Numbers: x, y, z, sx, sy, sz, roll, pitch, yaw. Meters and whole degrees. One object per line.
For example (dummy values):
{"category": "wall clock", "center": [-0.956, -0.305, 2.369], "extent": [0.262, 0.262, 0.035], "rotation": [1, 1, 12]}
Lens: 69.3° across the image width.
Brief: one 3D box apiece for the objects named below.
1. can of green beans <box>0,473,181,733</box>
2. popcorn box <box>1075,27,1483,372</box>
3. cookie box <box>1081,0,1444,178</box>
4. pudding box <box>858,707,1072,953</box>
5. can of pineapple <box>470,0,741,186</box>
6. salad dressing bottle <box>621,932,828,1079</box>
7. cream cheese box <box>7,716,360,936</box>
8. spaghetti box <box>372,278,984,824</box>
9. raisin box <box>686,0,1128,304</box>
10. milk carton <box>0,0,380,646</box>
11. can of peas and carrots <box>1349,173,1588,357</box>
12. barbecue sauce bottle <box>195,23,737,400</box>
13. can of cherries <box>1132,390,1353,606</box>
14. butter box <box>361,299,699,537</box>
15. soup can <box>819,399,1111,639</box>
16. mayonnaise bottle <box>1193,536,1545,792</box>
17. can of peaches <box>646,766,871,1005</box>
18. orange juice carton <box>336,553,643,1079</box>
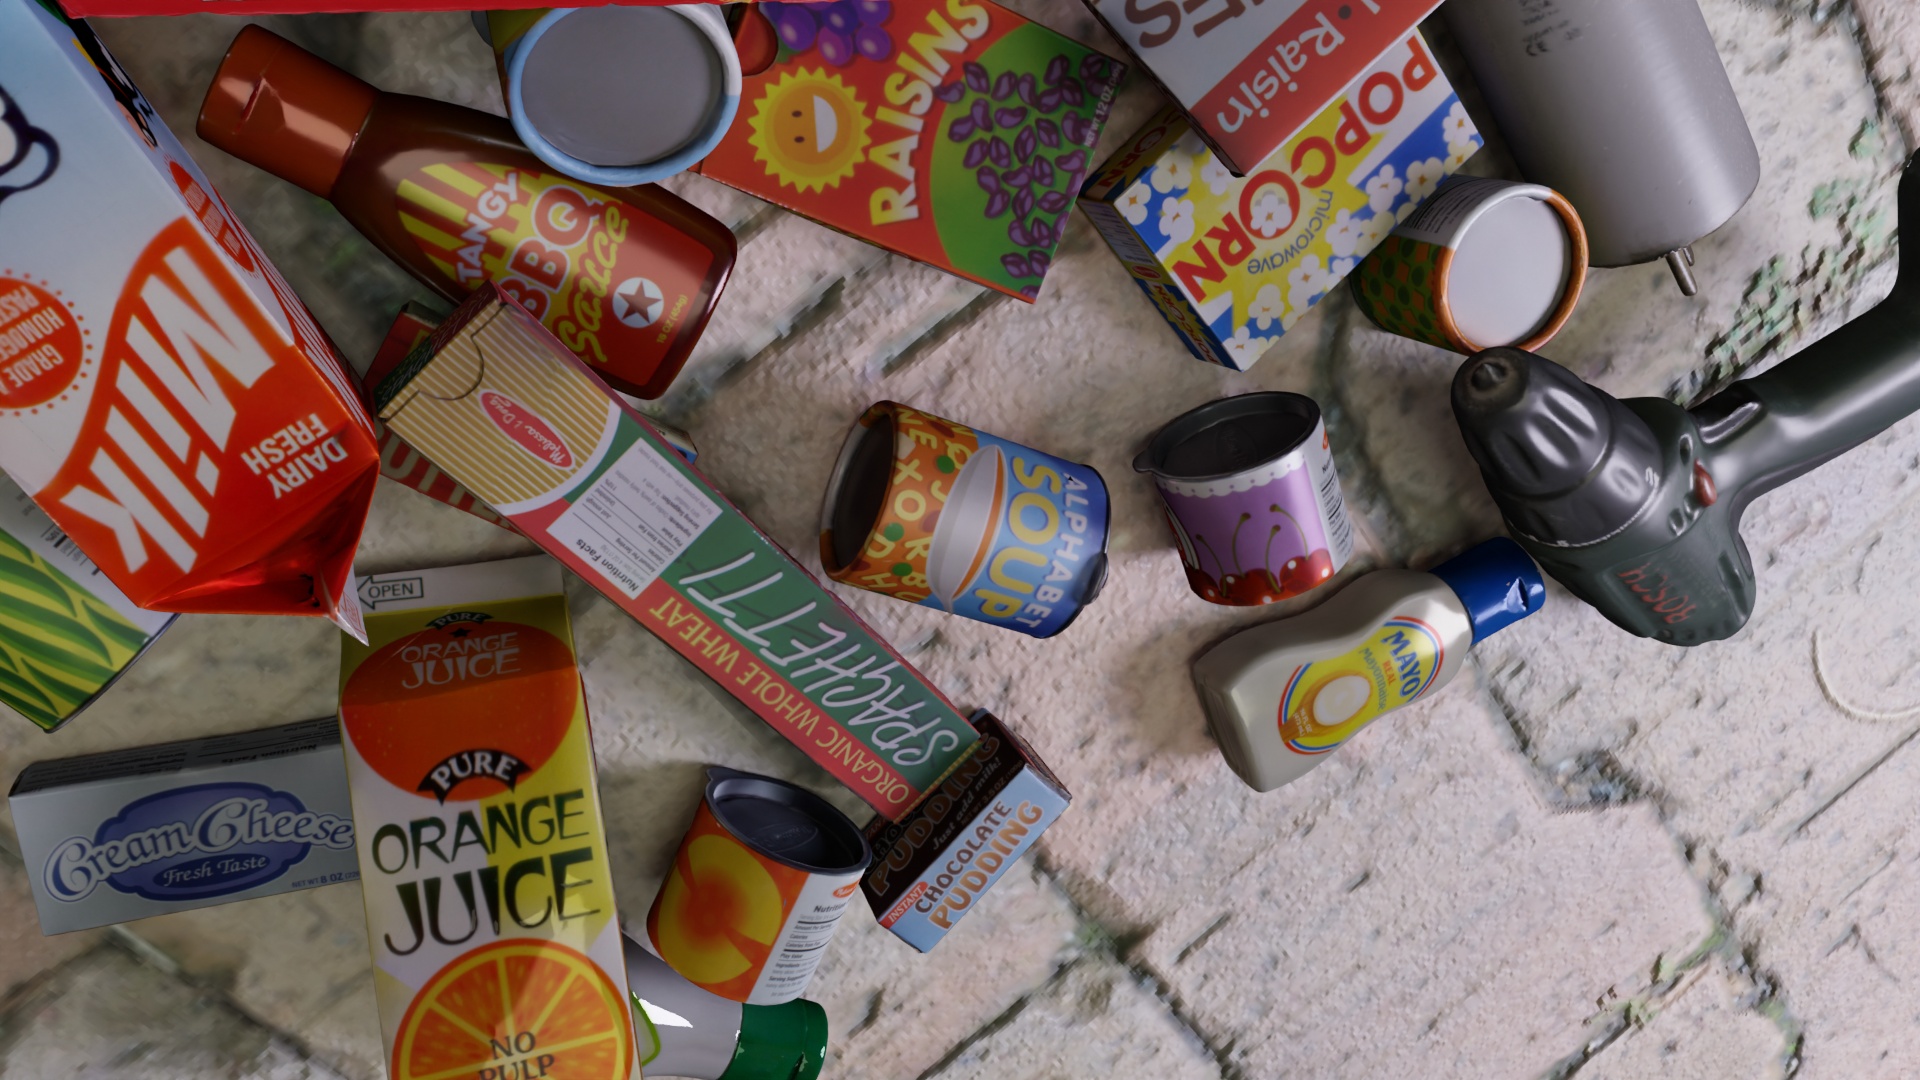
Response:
{"category": "can of green beans", "center": [-0.266, 0.013, 0.405], "extent": [0.071, 0.071, 0.057], "rotation": [-43, 116, -1]}
{"category": "popcorn box", "center": [0.116, -0.135, 0.502], "extent": [0.127, 0.038, 0.085], "rotation": [-44, 116, -1]}
{"category": "cookie box", "center": [0.079, -0.215, 0.423], "extent": [0.122, 0.040, 0.167], "rotation": [-41, 101, 15]}
{"category": "pudding box", "center": [-0.002, 0.111, 0.540], "extent": [0.083, 0.050, 0.030], "rotation": [-46, 118, 1]}
{"category": "can of pineapple", "center": [-0.102, -0.144, 0.399], "extent": [0.071, 0.058, 0.070], "rotation": [-14, 145, -10]}
{"category": "salad dressing bottle", "center": [-0.123, 0.179, 0.524], "extent": [0.148, 0.044, 0.064], "rotation": [20, 100, -24]}
{"category": "cream cheese box", "center": [-0.250, 0.093, 0.461], "extent": [0.104, 0.024, 0.053], "rotation": [-8, 110, -16]}
{"category": "spaghetti box", "center": [-0.081, 0.016, 0.468], "extent": [0.050, 0.029, 0.249], "rotation": [-45, 126, -1]}
{"category": "raisin box", "center": [-0.019, -0.139, 0.454], "extent": [0.123, 0.040, 0.086], "rotation": [17, 103, -23]}
{"category": "milk carton", "center": [-0.215, -0.054, 0.359], "extent": [0.073, 0.072, 0.189], "rotation": [-34, 122, -10]}
{"category": "can of peas and carrots", "center": [0.194, -0.103, 0.529], "extent": [0.071, 0.059, 0.070], "rotation": [-6, 110, -17]}
{"category": "barbecue sauce bottle", "center": [-0.146, -0.101, 0.420], "extent": [0.148, 0.044, 0.064], "rotation": [26, 105, -24]}
{"category": "can of cherries", "center": [0.108, -0.016, 0.528], "extent": [0.071, 0.071, 0.058], "rotation": [-27, 116, -9]}
{"category": "butter box", "center": [-0.144, -0.032, 0.455], "extent": [0.103, 0.024, 0.053], "rotation": [26, 97, -25]}
{"category": "soup can", "center": [0.002, -0.006, 0.489], "extent": [0.084, 0.071, 0.071], "rotation": [17, 102, -23]}
{"category": "mayonnaise bottle", "center": [0.173, 0.046, 0.583], "extent": [0.148, 0.041, 0.064], "rotation": [-27, 113, -8]}
{"category": "can of peaches", "center": [-0.076, 0.126, 0.512], "extent": [0.071, 0.071, 0.058], "rotation": [21, 101, -24]}
{"category": "orange juice carton", "center": [-0.151, 0.102, 0.450], "extent": [0.072, 0.073, 0.193], "rotation": [-9, 83, -16]}
